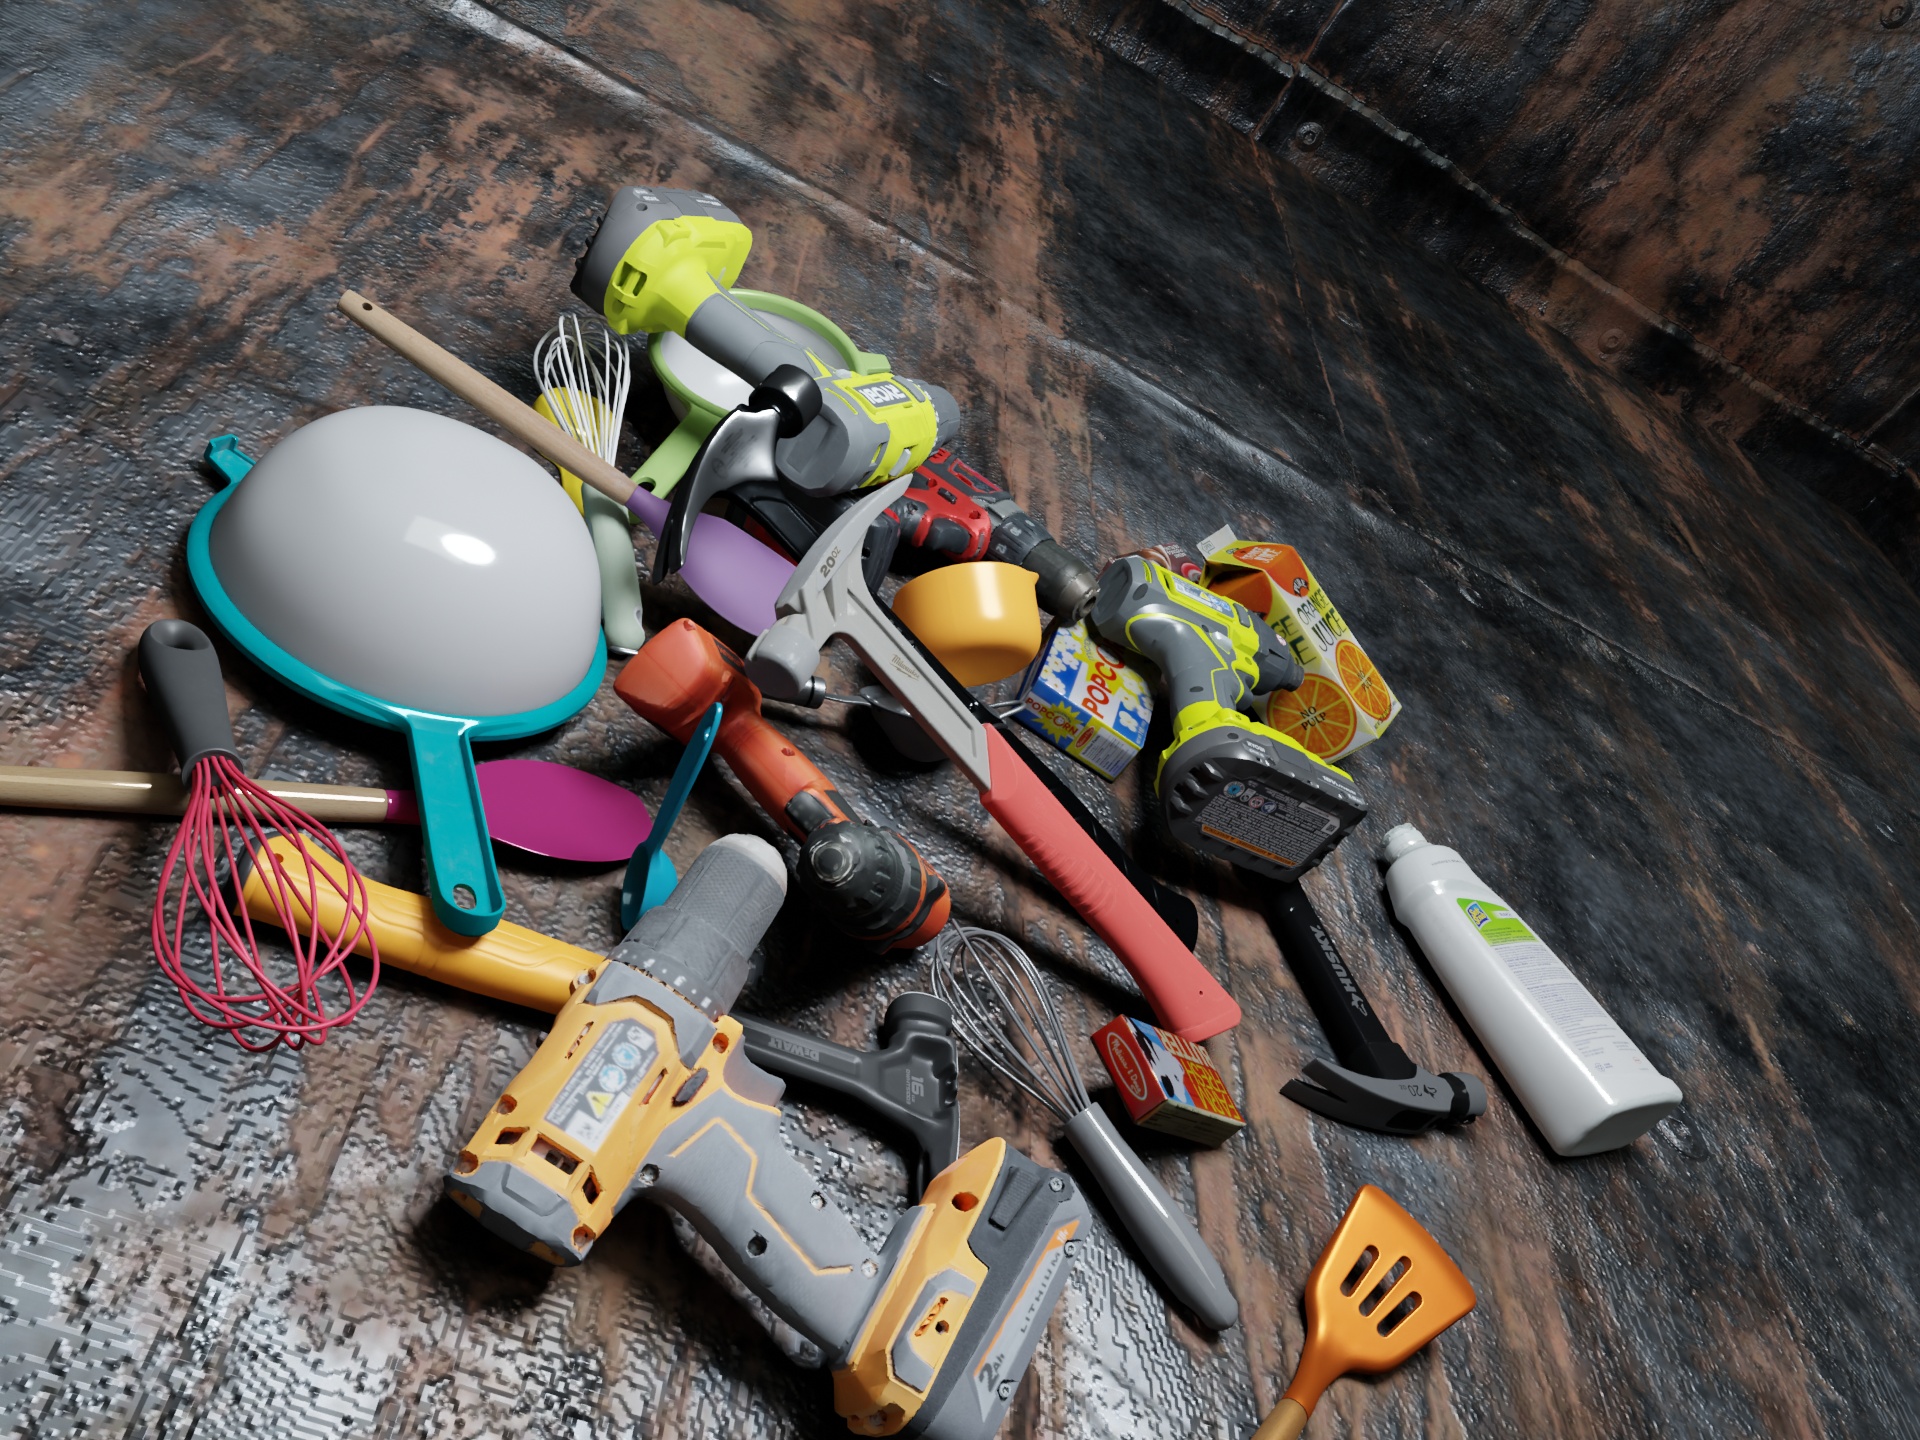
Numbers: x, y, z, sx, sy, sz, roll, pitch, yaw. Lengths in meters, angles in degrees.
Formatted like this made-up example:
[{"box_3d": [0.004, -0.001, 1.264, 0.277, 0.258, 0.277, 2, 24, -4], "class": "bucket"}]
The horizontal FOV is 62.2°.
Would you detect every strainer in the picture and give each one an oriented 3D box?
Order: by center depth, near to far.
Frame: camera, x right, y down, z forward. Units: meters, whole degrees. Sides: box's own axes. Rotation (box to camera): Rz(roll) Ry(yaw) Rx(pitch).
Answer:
[{"box_3d": [-0.241, -0.051, 0.752, 0.210, 0.095, 0.341, 11, 34, -34], "class": "strainer"}, {"box_3d": [-0.079, -0.013, 0.925, 0.258, 0.050, 0.087, 13, 10, -27], "class": "strainer"}, {"box_3d": [-0.162, -0.193, 1.062, 0.151, 0.069, 0.256, 26, 48, 3], "class": "strainer"}]

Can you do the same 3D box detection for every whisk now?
[{"box_3d": [-0.289, 0.031, 0.622, 0.073, 0.073, 0.296, 6, 25, -38], "class": "whisk"}, {"box_3d": [0.061, 0.198, 0.793, 0.055, 0.055, 0.239, -16, 64, -51], "class": "whisk"}, {"box_3d": [-0.213, -0.144, 0.938, 0.059, 0.057, 0.247, -13, 63, -3], "class": "whisk"}]

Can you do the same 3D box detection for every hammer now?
[{"box_3d": [-0.151, 0.128, 0.697, 0.336, 0.034, 0.127, 23, 34, -19], "class": "hammer"}, {"box_3d": [0.039, 0.042, 0.852, 0.358, 0.037, 0.149, 48, 48, -21], "class": "hammer"}, {"box_3d": [-0.001, -0.003, 0.886, 0.408, 0.036, 0.149, 47, 53, -17], "class": "hammer"}, {"box_3d": [0.209, 0.116, 1.038, 0.146, 0.035, 0.335, 10, 42, -36], "class": "hammer"}]

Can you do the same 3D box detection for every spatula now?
[{"box_3d": [0.146, 0.323, 0.720, 0.081, 0.041, 0.322, 47, 36, 14], "class": "spatula"}, {"box_3d": [-0.209, -0.140, 0.897, 0.315, 0.018, 0.060, 35, 54, -14], "class": "spatula"}]

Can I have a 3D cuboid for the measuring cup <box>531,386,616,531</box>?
[{"box_3d": [-0.230, -0.151, 0.970, 0.062, 0.029, 0.157, 12, 39, -32], "class": "measuring cup"}]

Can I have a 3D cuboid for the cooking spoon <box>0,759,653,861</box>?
[{"box_3d": [-0.282, 0.036, 0.704, 0.318, 0.017, 0.069, 7, 38, -38], "class": "cooking spoon"}]

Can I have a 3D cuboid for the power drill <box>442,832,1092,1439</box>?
[{"box_3d": [-0.062, 0.167, 0.642, 0.226, 0.084, 0.185, 33, 60, -3], "class": "power drill"}]

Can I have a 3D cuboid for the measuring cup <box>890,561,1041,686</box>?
[{"box_3d": [0.016, -0.041, 1.003, 0.173, 0.095, 0.052, 51, 28, -66], "class": "measuring cup"}]

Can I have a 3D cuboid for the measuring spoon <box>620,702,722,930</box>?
[{"box_3d": [-0.127, 0.046, 0.732, 0.021, 0.128, 0.042, 15, 30, -26], "class": "measuring spoon"}]

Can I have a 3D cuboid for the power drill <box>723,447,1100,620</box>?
[{"box_3d": [-0.025, -0.119, 1.057, 0.188, 0.080, 0.226, 38, 28, 23], "class": "power drill"}]

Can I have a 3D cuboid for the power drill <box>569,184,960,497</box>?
[{"box_3d": [-0.110, -0.233, 0.996, 0.228, 0.080, 0.190, 40, 26, 8], "class": "power drill"}]

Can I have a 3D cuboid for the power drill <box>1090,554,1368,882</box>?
[{"box_3d": [0.184, -0.006, 1.064, 0.171, 0.080, 0.223, 22, 34, -24], "class": "power drill"}]
